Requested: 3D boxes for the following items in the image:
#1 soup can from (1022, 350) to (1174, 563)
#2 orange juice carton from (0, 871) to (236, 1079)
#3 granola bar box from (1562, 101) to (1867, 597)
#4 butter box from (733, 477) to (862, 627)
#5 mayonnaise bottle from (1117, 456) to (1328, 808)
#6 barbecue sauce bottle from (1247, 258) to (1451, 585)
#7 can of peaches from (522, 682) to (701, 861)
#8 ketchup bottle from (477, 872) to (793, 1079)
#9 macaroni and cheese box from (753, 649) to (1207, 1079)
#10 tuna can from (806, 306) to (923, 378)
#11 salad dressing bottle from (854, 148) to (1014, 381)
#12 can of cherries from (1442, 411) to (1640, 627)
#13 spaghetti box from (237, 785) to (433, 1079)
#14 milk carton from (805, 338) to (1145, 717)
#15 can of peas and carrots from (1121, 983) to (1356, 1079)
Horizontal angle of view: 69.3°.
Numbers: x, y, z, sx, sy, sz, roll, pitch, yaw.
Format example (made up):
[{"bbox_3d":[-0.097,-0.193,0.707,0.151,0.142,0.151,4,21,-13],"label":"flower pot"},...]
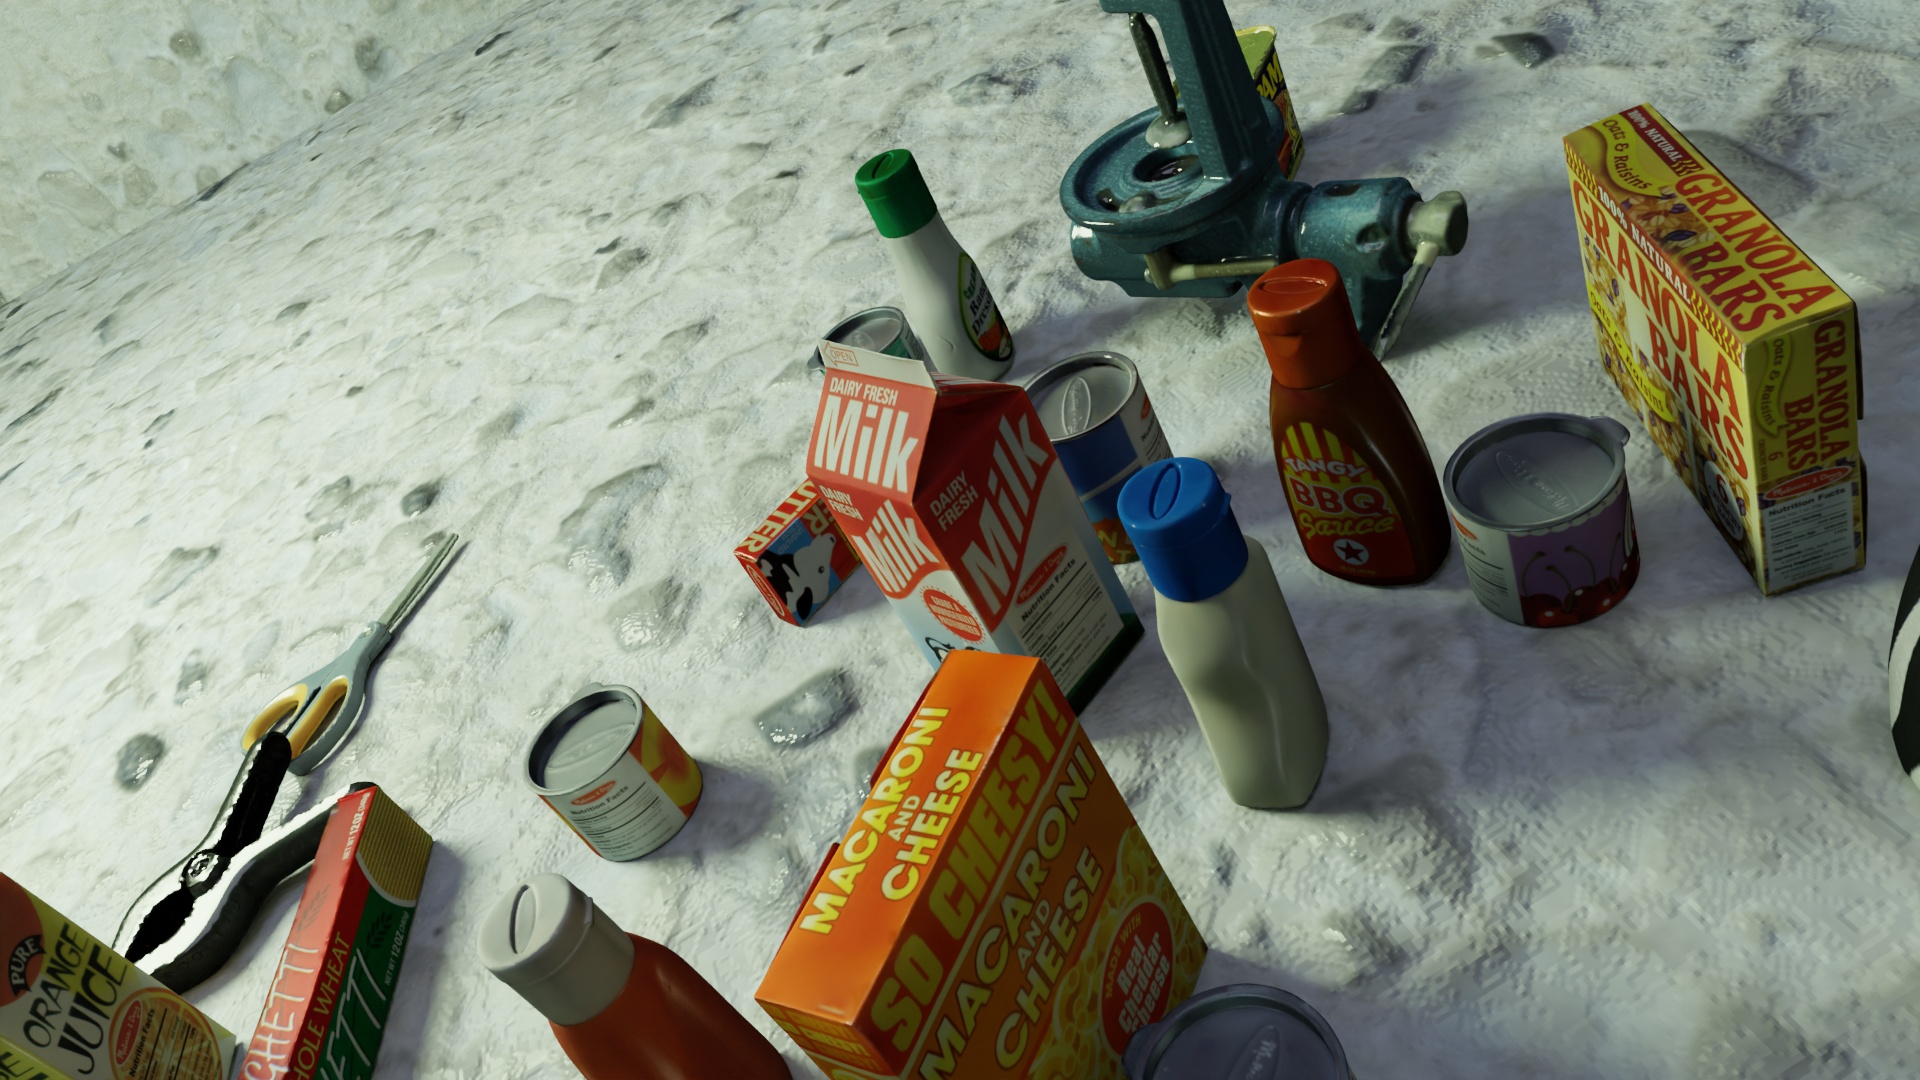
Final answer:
[{"bbox_3d":[0.067,-0.039,0.679,0.071,0.083,0.072,-19,38,15],"label":"soup can"},{"bbox_3d":[-0.421,0.217,0.611,0.072,0.192,0.073,-28,36,3],"label":"orange juice carton"},{"bbox_3d":[0.291,-0.079,0.541,0.039,0.123,0.166,-20,37,14],"label":"granola bar box"},{"bbox_3d":[-0.072,-0.008,0.761,0.024,0.053,0.104,16,56,45],"label":"butter box"},{"bbox_3d":[0.099,0.034,0.515,0.041,0.147,0.065,-6,42,29],"label":"mayonnaise bottle"},{"bbox_3d":[0.156,-0.046,0.572,0.065,0.148,0.044,9,51,41],"label":"barbecue sauce bottle"},{"bbox_3d":[-0.169,0.112,0.679,0.071,0.058,0.071,-18,38,15],"label":"can of peaches"},{"bbox_3d":[-0.110,0.173,0.491,0.043,0.148,0.065,-27,36,5],"label":"ketchup bottle"},{"bbox_3d":[0.016,0.134,0.436,0.040,0.165,0.124,2,46,36],"label":"macaroni and cheese box"},{"bbox_3d":[-0.061,-0.118,0.903,0.071,0.032,0.071,-18,38,15],"label":"tuna can"},{"bbox_3d":[-0.015,-0.159,0.824,0.044,0.147,0.064,-8,41,27],"label":"salad dressing bottle"},{"bbox_3d":[0.234,-0.009,0.551,0.071,0.058,0.072,-18,38,15],"label":"can of cherries"},{"bbox_3d":[-0.293,0.223,0.637,0.028,0.050,0.251,-22,37,10],"label":"spaghetti box"},{"bbox_3d":[0.002,-0.007,0.595,0.072,0.189,0.074,17,57,45],"label":"milk carton"},{"bbox_3d":[0.090,0.179,0.424,0.071,0.058,0.071,-18,38,15],"label":"can of peas and carrots"}]
